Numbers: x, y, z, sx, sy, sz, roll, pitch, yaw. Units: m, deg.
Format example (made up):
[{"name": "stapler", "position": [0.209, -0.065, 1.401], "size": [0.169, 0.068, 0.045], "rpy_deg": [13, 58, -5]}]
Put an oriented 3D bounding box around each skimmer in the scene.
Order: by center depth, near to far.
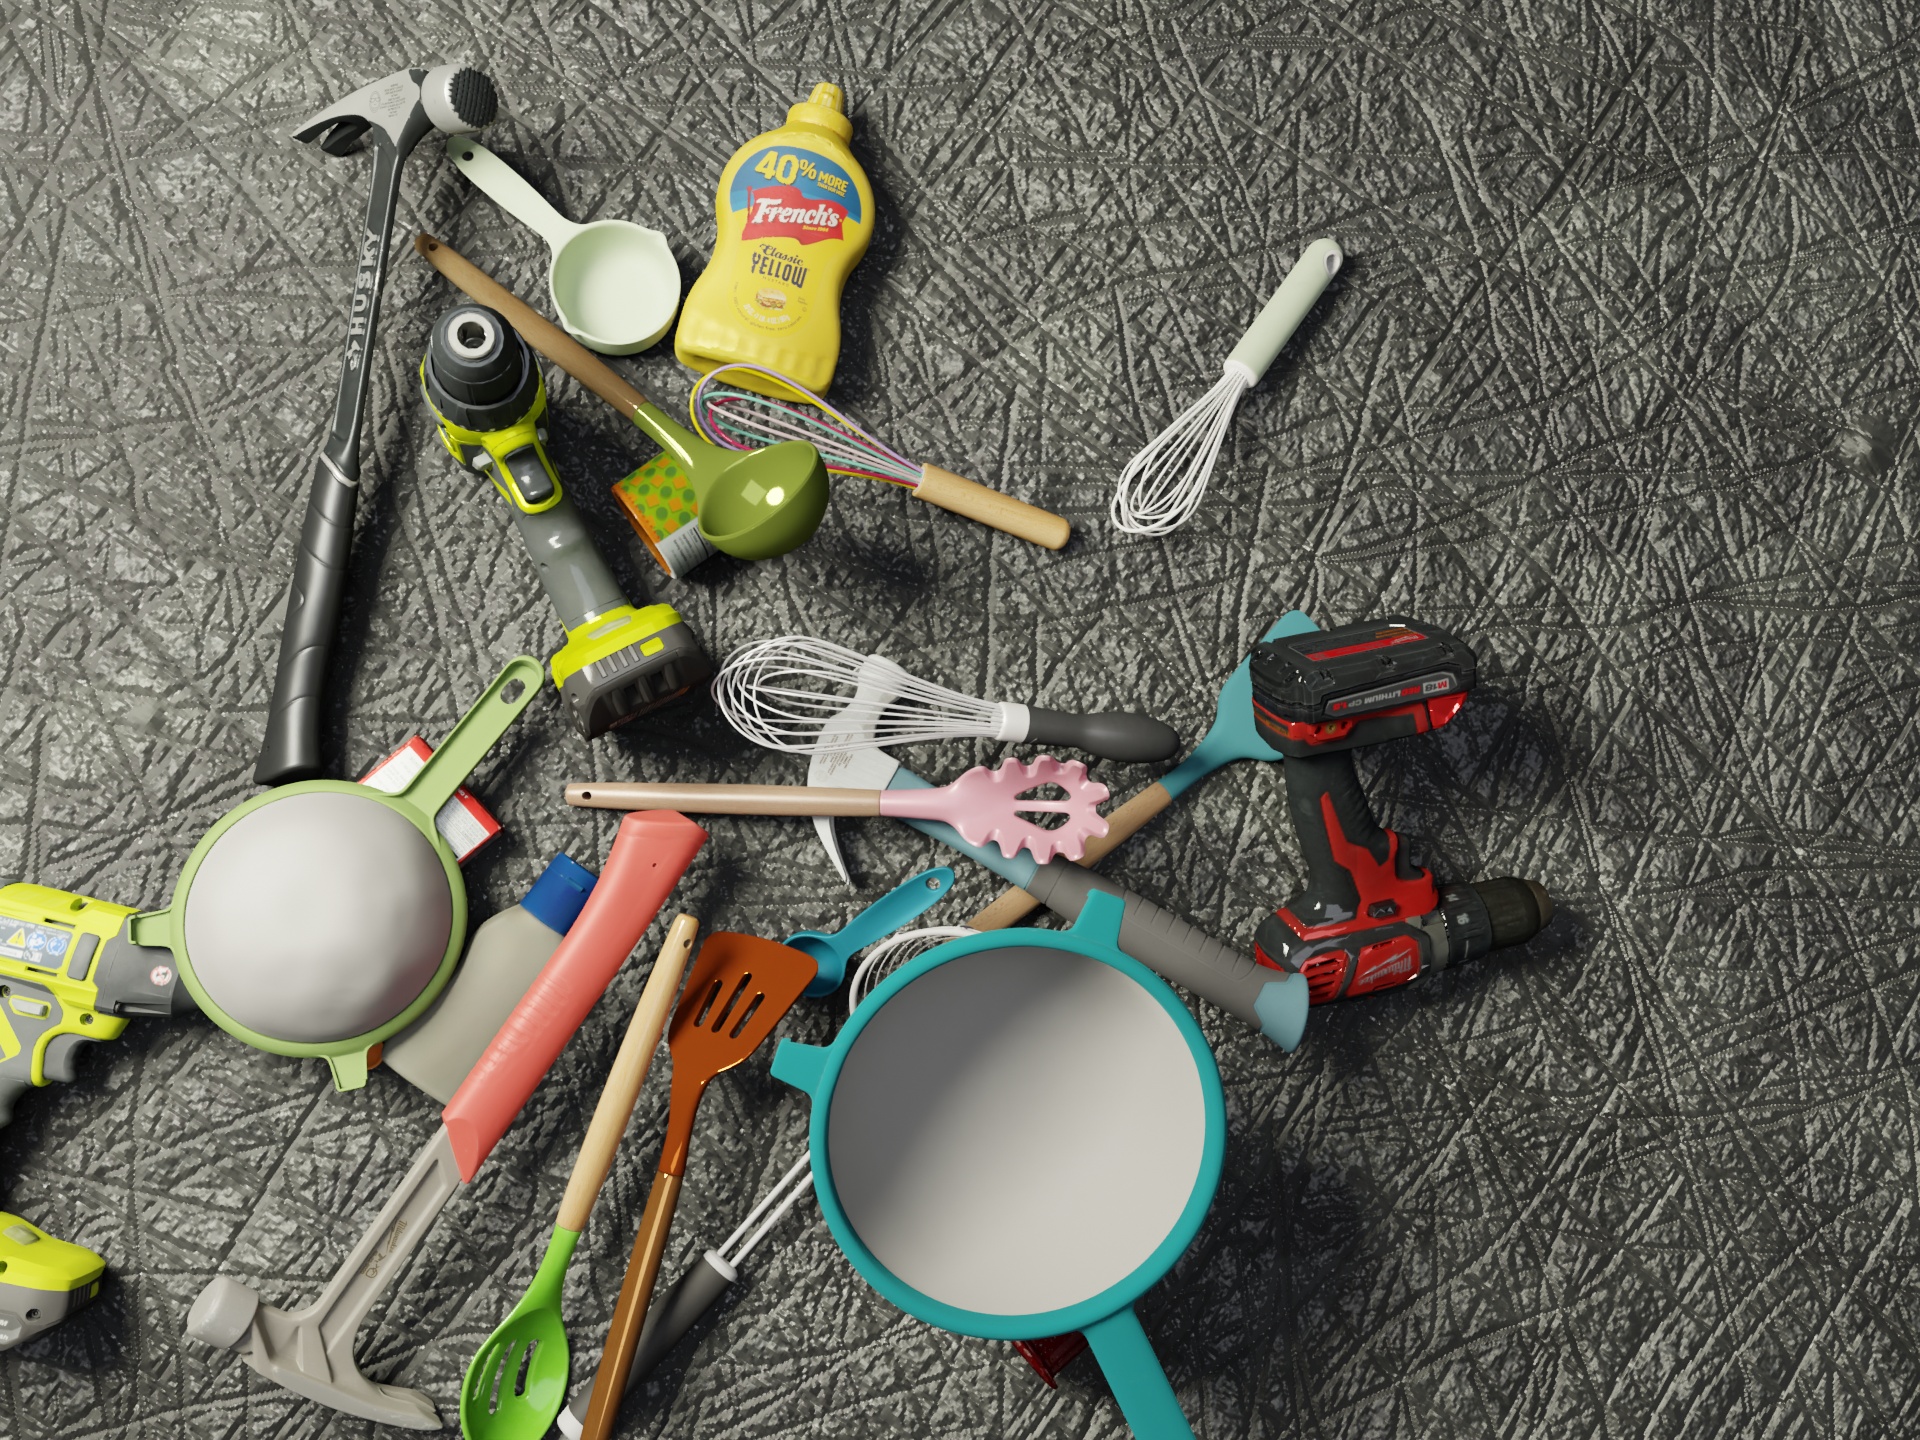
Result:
[{"name": "skimmer", "position": [-0.090, 0.266, 0.891], "size": [0.127, 0.090, 0.363], "rpy_deg": [45, 80, -8]}]

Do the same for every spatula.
[{"name": "spatula", "position": [-0.162, 0.276, 0.883], "size": [0.081, 0.041, 0.323], "rpy_deg": [10, 79, 29]}, {"name": "spatula", "position": [0.106, 0.056, 0.969], "size": [0.317, 0.044, 0.082], "rpy_deg": [-36, 88, -10]}]

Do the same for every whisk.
[{"name": "whisk", "position": [-0.002, -0.002, 0.909], "size": [0.284, 0.070, 0.070], "rpy_deg": [8, 83, -20]}, {"name": "whisk", "position": [-0.046, -0.149, 0.957], "size": [0.244, 0.051, 0.047], "rpy_deg": [19, 59, -17]}, {"name": "whisk", "position": [0.173, -0.214, 1.010], "size": [0.246, 0.059, 0.057], "rpy_deg": [-54, 130, -14]}]

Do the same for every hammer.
[{"name": "hammer", "position": [-0.247, 0.207, 0.872], "size": [0.149, 0.037, 0.359], "rpy_deg": [40, 79, -29]}, {"name": "hammer", "position": [-0.352, -0.163, 0.900], "size": [0.149, 0.036, 0.409], "rpy_deg": [10, 90, 35]}, {"name": "hammer", "position": [0.057, 0.094, 0.935], "size": [0.331, 0.033, 0.128], "rpy_deg": [29, 82, 6]}]

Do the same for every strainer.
[{"name": "strainer", "position": [0.053, 0.261, 0.844], "size": [0.211, 0.095, 0.340], "rpy_deg": [-26, 98, -3]}, {"name": "strainer", "position": [-0.310, 0.061, 0.854], "size": [0.151, 0.069, 0.256], "rpy_deg": [38, 73, -5]}]

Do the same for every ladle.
[{"name": "ladle", "position": [-0.200, -0.194, 0.894], "size": [0.320, 0.062, 0.078], "rpy_deg": [38, 75, 16]}]

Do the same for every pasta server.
[{"name": "pasta server", "position": [-0.073, 0.047, 0.911], "size": [0.316, 0.040, 0.060], "rpy_deg": [1, 90, 5]}]

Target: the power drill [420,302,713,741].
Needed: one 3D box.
[{"name": "power drill", "position": [-0.221, -0.109, 0.864], "size": [0.080, 0.190, 0.228], "rpy_deg": [-28, 93, -13]}]

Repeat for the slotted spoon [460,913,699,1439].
[{"name": "slotted spoon", "position": [-0.206, 0.257, 0.884], "size": [0.070, 0.031, 0.314], "rpy_deg": [24, 86, -49]}]

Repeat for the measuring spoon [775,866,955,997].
[{"name": "measuring spoon", "position": [-0.053, 0.117, 0.924], "size": [0.128, 0.021, 0.042], "rpy_deg": [-35, 101, 19]}]

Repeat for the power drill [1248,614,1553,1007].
[{"name": "power drill", "position": [0.264, 0.057, 0.951], "size": [0.188, 0.080, 0.226], "rpy_deg": [-11, 109, -10]}]

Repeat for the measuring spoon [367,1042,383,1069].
[{"name": "measuring spoon", "position": [-0.339, 0.140, 0.909], "size": [0.021, 0.011, 0.117], "rpy_deg": [-1, 81, -15]}]

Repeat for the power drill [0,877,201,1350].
[{"name": "power drill", "position": [-0.495, 0.204, 0.844], "size": [0.171, 0.080, 0.223], "rpy_deg": [16, 79, -7]}]

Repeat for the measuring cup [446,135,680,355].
[{"name": "measuring cup", "position": [-0.240, -0.286, 0.954], "size": [0.167, 0.038, 0.083], "rpy_deg": [41, 80, -1]}]
